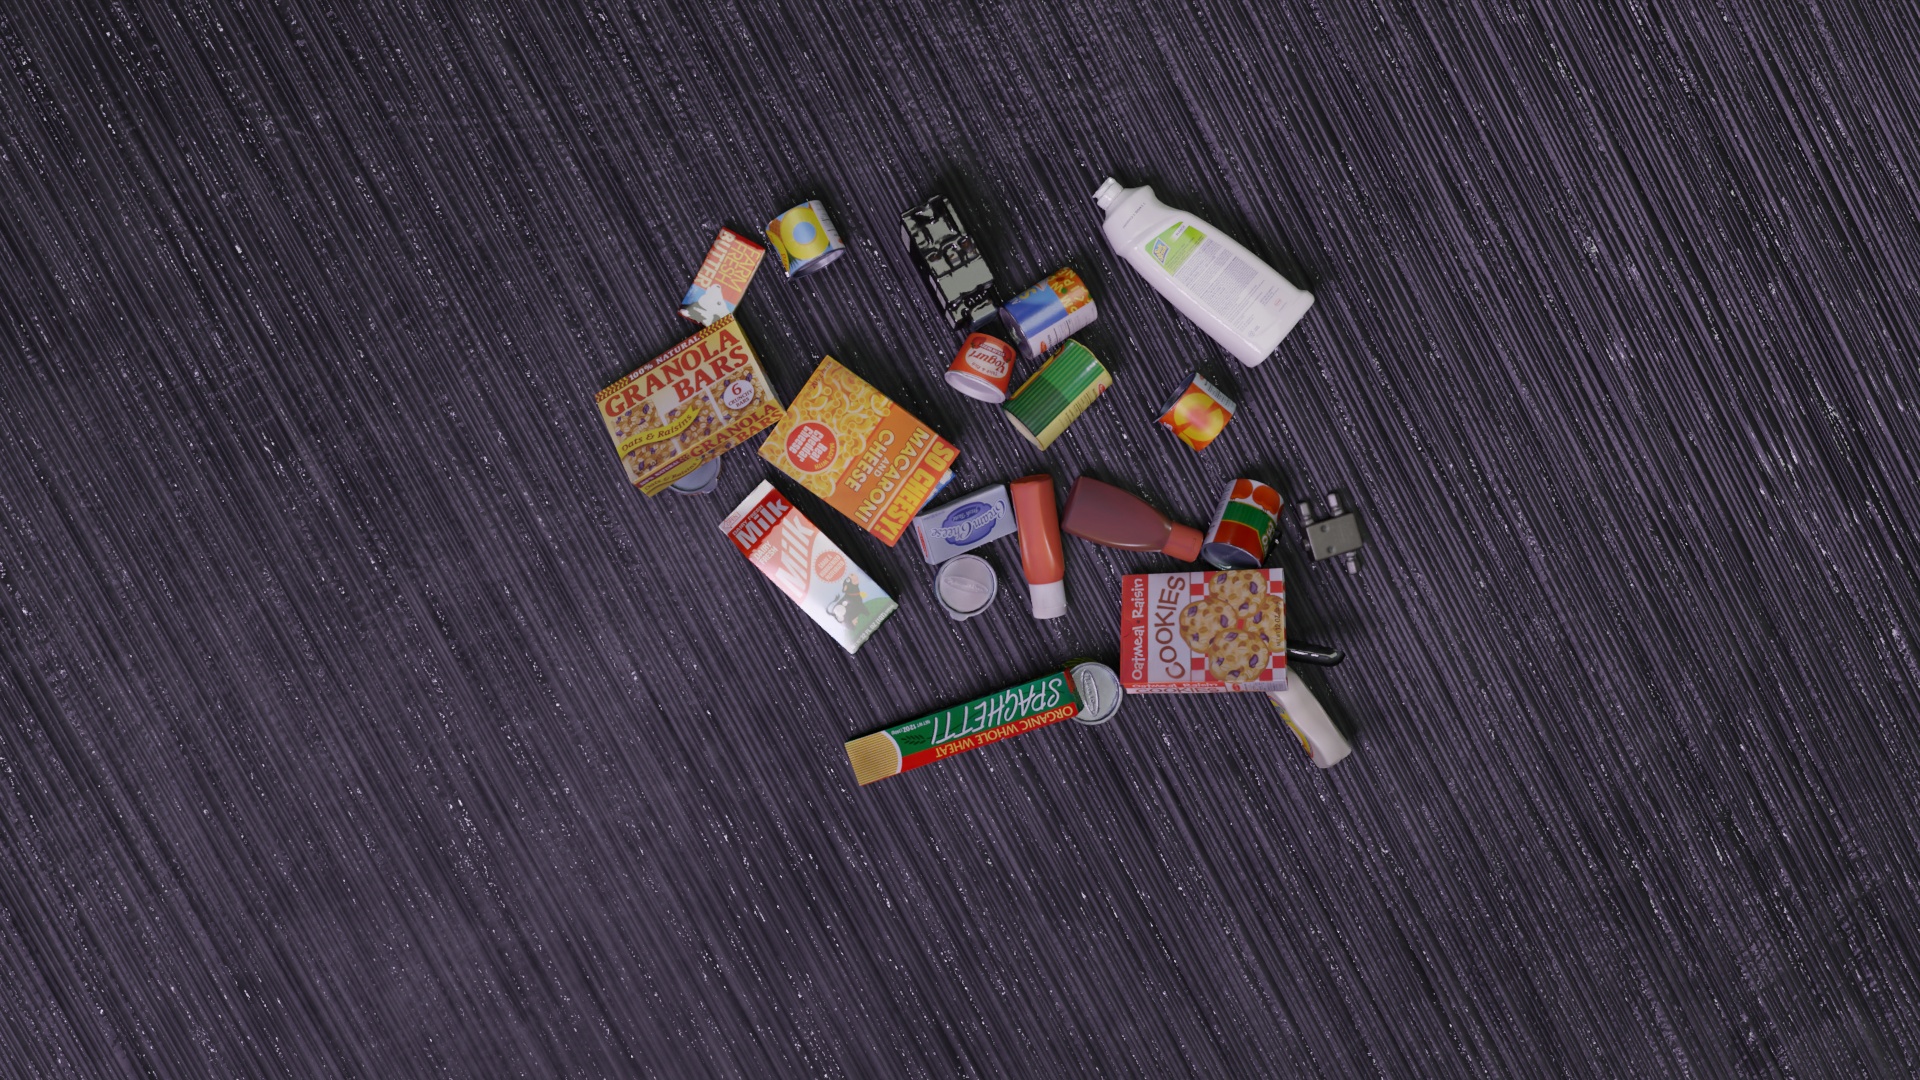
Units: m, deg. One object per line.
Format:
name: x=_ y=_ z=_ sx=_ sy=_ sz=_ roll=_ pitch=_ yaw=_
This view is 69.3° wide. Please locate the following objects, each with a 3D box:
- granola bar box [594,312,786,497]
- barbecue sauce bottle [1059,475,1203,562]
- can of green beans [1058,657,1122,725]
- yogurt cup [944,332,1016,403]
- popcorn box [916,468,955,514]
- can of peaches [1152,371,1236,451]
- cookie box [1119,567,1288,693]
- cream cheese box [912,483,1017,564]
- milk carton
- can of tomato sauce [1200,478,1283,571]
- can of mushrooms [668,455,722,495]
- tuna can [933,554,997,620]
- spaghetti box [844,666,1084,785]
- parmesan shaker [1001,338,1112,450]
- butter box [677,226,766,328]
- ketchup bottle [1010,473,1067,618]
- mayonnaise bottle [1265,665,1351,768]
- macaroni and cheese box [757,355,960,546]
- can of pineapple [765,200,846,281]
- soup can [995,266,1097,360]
granola bar box: x=-0.274 y=-0.137 z=1.406 sx=0.165 sy=0.039 sz=0.124 roll=-31 pitch=62 yaw=2
barbecue sauce bottle: x=0.185 y=-0.017 z=1.484 sx=0.148 sy=0.043 sz=0.065 roll=19 pitch=85 yaw=-6
can of green beans: x=0.133 y=0.159 z=1.470 sx=0.071 sy=0.058 sz=0.071 roll=0 pitch=90 yaw=-6
yogurt cup: x=0.024 y=-0.182 z=1.459 sx=0.072 sy=0.072 sz=0.054 roll=23 pitch=80 yaw=-5
popcorn box: x=-0.078 y=-0.084 z=1.461 sx=0.085 sy=0.038 sz=0.126 roll=-44 pitch=94 yaw=-3
can of peaches: x=0.250 y=-0.135 z=1.480 sx=0.058 sy=0.071 sz=0.071 roll=38 pitch=87 yaw=-5
cookie box: x=0.252 y=0.094 z=1.441 sx=0.167 sy=0.040 sz=0.123 roll=-3 pitch=66 yaw=15
cream cheese box: x=0.005 y=-0.018 z=1.457 sx=0.104 sy=0.024 sz=0.053 roll=-22 pitch=106 yaw=-21
milk carton: x=-0.157 y=0.027 z=1.435 sx=0.190 sy=0.073 sz=0.072 roll=44 pitch=86 yaw=-4
can of tomato sauce: x=0.301 y=-0.013 z=1.472 sx=0.071 sy=0.071 sz=0.083 roll=27 pitch=67 yaw=-5
can of mushrooms: x=-0.280 y=-0.078 z=1.443 sx=0.071 sy=0.033 sz=0.071 roll=0 pitch=89 yaw=-6
tuna can: x=0.004 y=0.049 z=1.471 sx=0.071 sy=0.033 sz=0.071 roll=0 pitch=90 yaw=-5
spaghetti box: x=0.003 y=0.192 z=1.440 sx=0.250 sy=0.029 sz=0.050 roll=-19 pitch=92 yaw=11
parmesan shaker: x=0.100 y=-0.154 z=1.462 sx=0.103 sy=0.071 sz=0.071 roll=-45 pitch=94 yaw=-4
butter box: x=-0.249 y=-0.270 z=1.452 sx=0.053 sy=0.024 sz=0.103 roll=27 pitch=88 yaw=-5
ketchup bottle: x=0.085 y=0.007 z=1.466 sx=0.043 sy=0.065 sz=0.148 roll=-7 pitch=99 yaw=16
mayonnaise bottle: x=0.358 y=0.174 z=1.491 sx=0.041 sy=0.064 sz=0.148 roll=-35 pitch=83 yaw=-3
macaroni and cheese box: x=-0.103 y=-0.090 z=1.418 sx=0.166 sy=0.040 sz=0.124 roll=35 pitch=88 yaw=-4
can of pineapple: x=-0.162 y=-0.311 z=1.440 sx=0.071 sy=0.071 sz=0.058 roll=-28 pitch=92 yaw=-5
soup can: x=0.091 y=-0.242 z=1.465 sx=0.084 sy=0.071 sz=0.071 roll=-33 pitch=93 yaw=-5
